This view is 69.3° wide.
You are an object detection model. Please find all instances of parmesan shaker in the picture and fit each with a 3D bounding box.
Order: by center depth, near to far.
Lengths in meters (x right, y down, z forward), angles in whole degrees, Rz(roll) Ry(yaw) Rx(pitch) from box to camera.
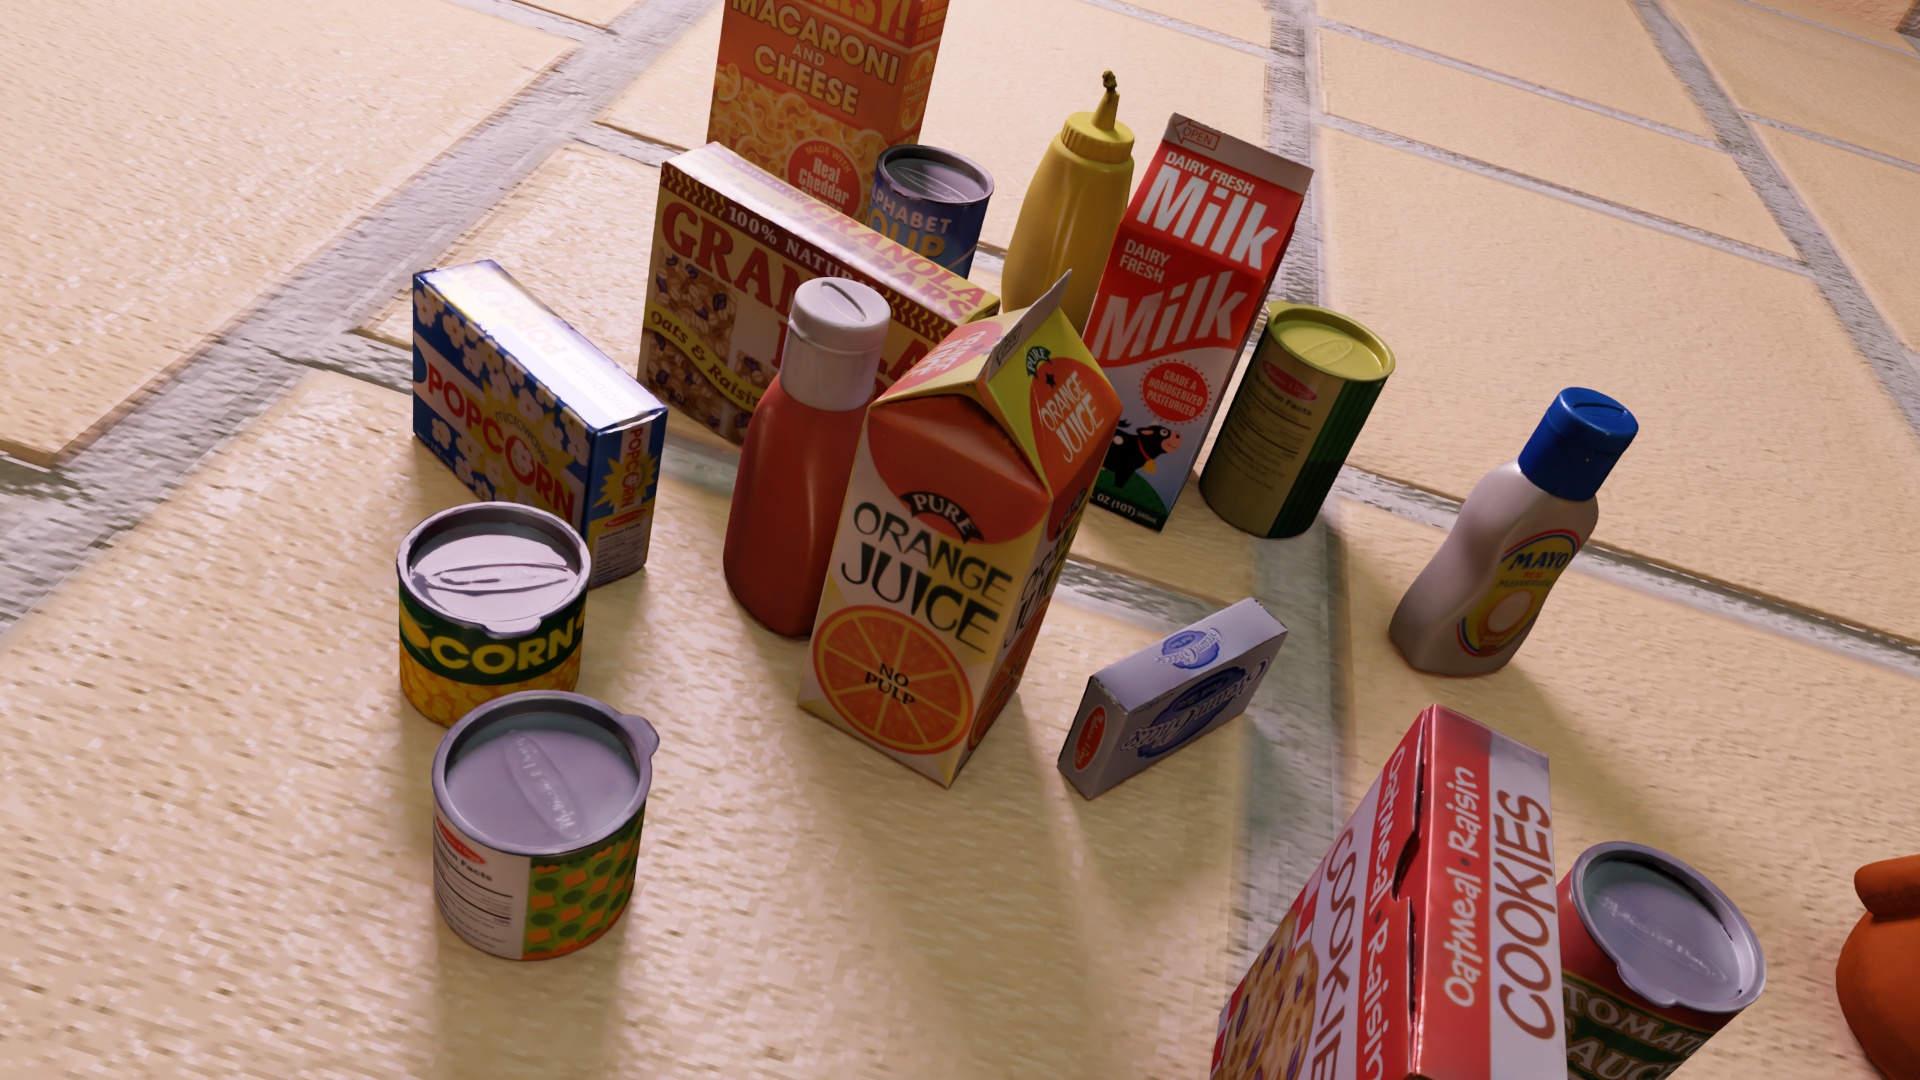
[{"bbox_3d":[0.169,-0.062,0.714,0.071,0.102,0.072,11,39,-9],"label":"parmesan shaker"}]

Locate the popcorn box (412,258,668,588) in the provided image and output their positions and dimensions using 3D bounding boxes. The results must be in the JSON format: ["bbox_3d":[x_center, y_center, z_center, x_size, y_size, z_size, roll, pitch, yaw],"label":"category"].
[{"bbox_3d":[-0.179,-0.050,0.583,0.127,0.084,0.038,38,43,24],"label":"popcorn box"}]

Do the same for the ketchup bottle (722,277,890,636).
[{"bbox_3d":[-0.061,-0.033,0.557,0.044,0.148,0.065,-17,50,-35],"label":"ketchup bottle"}]

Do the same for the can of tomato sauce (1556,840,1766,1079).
[{"bbox_3d":[0.226,0.159,0.488,0.071,0.082,0.071,11,39,-9],"label":"can of tomato sauce"}]

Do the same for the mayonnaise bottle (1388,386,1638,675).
[{"bbox_3d":[0.256,-0.001,0.639,0.065,0.147,0.041,0,42,-20],"label":"mayonnaise bottle"}]

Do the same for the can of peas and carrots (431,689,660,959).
[{"bbox_3d":[-0.135,0.091,0.453,0.071,0.058,0.071,11,39,-9],"label":"can of peas and carrots"}]

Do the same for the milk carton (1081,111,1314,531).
[{"bbox_3d":[0.104,-0.106,0.674,0.072,0.189,0.074,25,39,9],"label":"milk carton"}]

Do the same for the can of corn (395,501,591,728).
[{"bbox_3d":[-0.172,0.030,0.512,0.071,0.058,0.071,11,39,-9],"label":"can of corn"}]

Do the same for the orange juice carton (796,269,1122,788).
[{"bbox_3d":[0.002,-0.006,0.514,0.073,0.191,0.072,27,39,12],"label":"orange juice carton"}]

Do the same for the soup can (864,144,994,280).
[{"bbox_3d":[-0.024,-0.171,0.787,0.071,0.083,0.072,11,39,-9],"label":"soup can"}]

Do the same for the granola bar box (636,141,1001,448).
[{"bbox_3d":[-0.071,-0.091,0.643,0.166,0.123,0.039,32,41,17],"label":"granola bar box"}]

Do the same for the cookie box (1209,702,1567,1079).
[{"bbox_3d":[0.110,0.147,0.392,0.040,0.166,0.123,21,39,4],"label":"cookie box"}]

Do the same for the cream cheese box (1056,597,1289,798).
[{"bbox_3d":[0.088,0.064,0.574,0.104,0.053,0.024,-21,52,-38],"label":"cream cheese box"}]

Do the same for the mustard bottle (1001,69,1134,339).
[{"bbox_3d":[0.065,-0.185,0.778,0.049,0.159,0.065,-5,44,-26],"label":"mustard bottle"}]

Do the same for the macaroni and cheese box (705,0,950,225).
[{"bbox_3d":[-0.082,-0.260,0.807,0.124,0.165,0.040,29,40,13],"label":"macaroni and cheese box"}]
